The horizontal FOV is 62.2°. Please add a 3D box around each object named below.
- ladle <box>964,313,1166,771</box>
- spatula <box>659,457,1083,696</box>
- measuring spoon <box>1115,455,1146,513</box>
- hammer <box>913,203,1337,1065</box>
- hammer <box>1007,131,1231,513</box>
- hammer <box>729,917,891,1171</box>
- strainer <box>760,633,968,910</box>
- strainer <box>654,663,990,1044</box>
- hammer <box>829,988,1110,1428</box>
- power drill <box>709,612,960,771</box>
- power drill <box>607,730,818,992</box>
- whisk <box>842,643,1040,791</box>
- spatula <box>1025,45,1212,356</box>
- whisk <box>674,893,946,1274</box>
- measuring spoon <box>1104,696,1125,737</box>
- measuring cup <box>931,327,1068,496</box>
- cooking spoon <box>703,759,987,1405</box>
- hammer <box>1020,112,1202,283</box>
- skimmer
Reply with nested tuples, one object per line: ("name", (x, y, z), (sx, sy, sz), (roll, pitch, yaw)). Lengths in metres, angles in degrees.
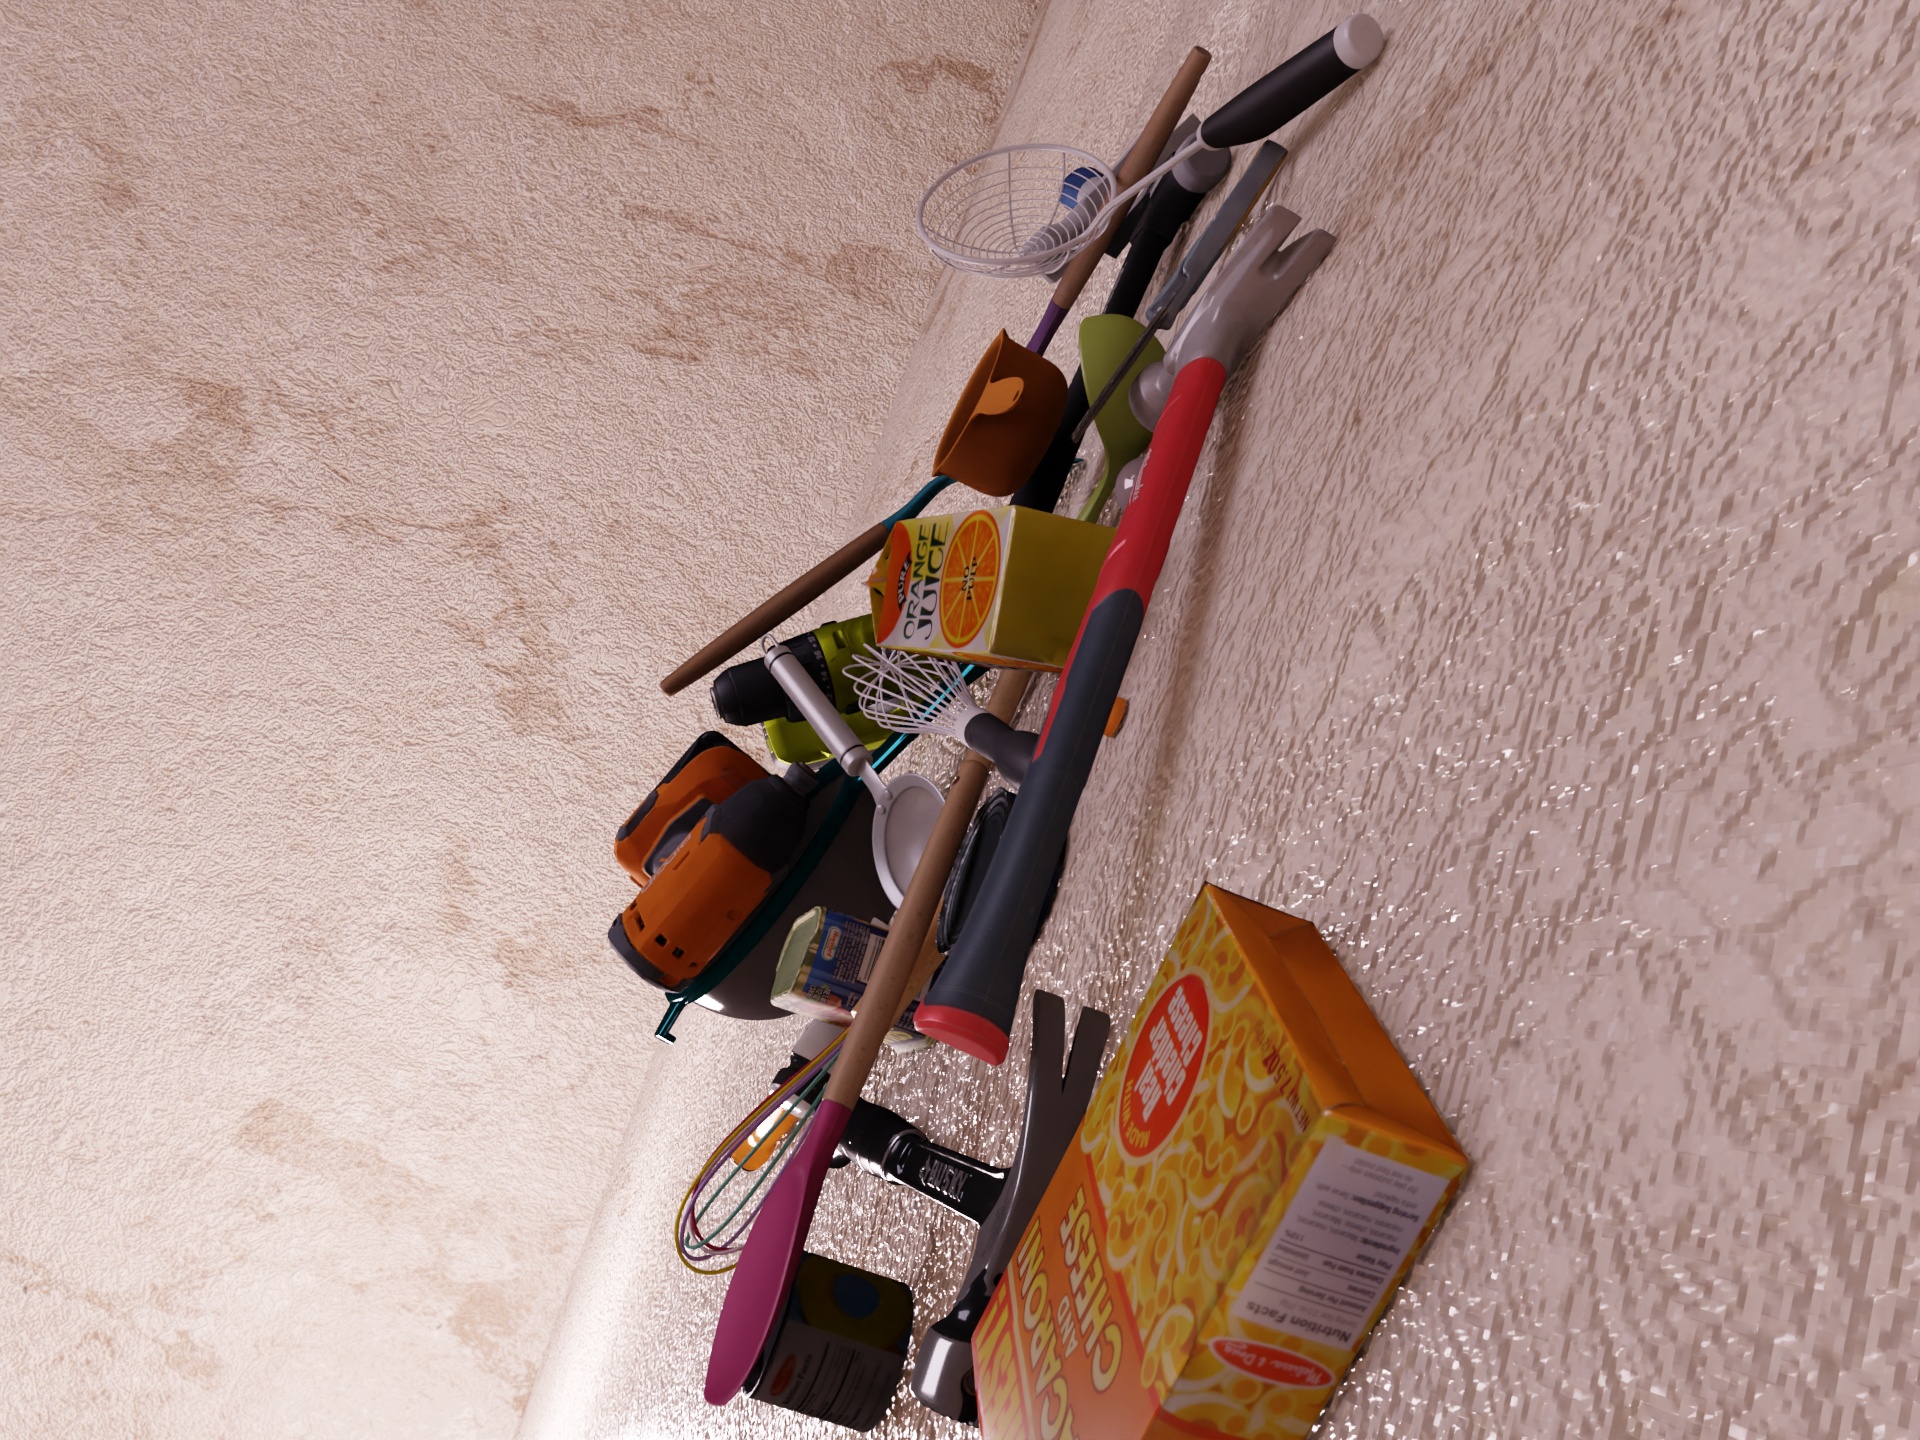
("ladle", (0.042, -0.079, 0.918), (0.320, 0.062, 0.078), (-67, -7, 26))
("spatula", (-0.063, -0.103, 1.066), (0.317, 0.044, 0.082), (-35, 13, -1))
("measuring spoon", (0.075, -0.088, 0.863), (0.034, 0.018, 0.124), (-91, 24, -65))
("hammer", (0.068, -0.044, 0.656), (0.143, 0.038, 0.387), (-49, 16, 59))
("hammer", (0.071, -0.196, 0.993), (0.335, 0.035, 0.146), (-66, 10, -8))
("hammer", (-0.110, 0.243, 1.075), (0.127, 0.034, 0.336), (-56, -1, -31))
("strainer", (-0.058, 0.029, 0.979), (0.259, 0.050, 0.086), (50, 129, 31))
("strainer", (-0.063, 0.089, 1.081), (0.340, 0.095, 0.211), (-46, 13, 21))
("hammer", (-0.022, 0.200, 0.742), (0.409, 0.036, 0.149), (146, 145, -74))
("power drill", (-0.088, -0.023, 1.157), (0.228, 0.190, 0.080), (131, 122, -76))
("power drill", (-0.163, 0.077, 1.072), (0.164, 0.084, 0.227), (-49, 16, 0))
("whisk", (-0.002, -0.002, 0.891), (0.070, 0.070, 0.285), (-68, 24, 6))
("spatula", (0.079, -0.297, 1.048), (0.315, 0.018, 0.060), (-57, 10, 40))
("whisk", (-0.059, 0.173, 0.803), (0.245, 0.047, 0.051), (-50, -1, -24))
("measuring spoon", (0.063, -0.012, 0.786), (0.117, 0.011, 0.021), (-120, 52, -77))
("measuring cup", (0.034, -0.168, 0.888), (0.095, 0.052, 0.174), (-64, 14, 3))
("cooking spoon", (-0.047, 0.154, 0.733), (0.068, 0.017, 0.319), (-33, 31, 59))
("hammer", (0.107, -0.414, 1.233), (0.144, 0.035, 0.406), (-42, 13, 15))
("skimmer", (0.091, -0.328, 0.882), (0.127, 0.090, 0.363), (-41, 14, -21))
